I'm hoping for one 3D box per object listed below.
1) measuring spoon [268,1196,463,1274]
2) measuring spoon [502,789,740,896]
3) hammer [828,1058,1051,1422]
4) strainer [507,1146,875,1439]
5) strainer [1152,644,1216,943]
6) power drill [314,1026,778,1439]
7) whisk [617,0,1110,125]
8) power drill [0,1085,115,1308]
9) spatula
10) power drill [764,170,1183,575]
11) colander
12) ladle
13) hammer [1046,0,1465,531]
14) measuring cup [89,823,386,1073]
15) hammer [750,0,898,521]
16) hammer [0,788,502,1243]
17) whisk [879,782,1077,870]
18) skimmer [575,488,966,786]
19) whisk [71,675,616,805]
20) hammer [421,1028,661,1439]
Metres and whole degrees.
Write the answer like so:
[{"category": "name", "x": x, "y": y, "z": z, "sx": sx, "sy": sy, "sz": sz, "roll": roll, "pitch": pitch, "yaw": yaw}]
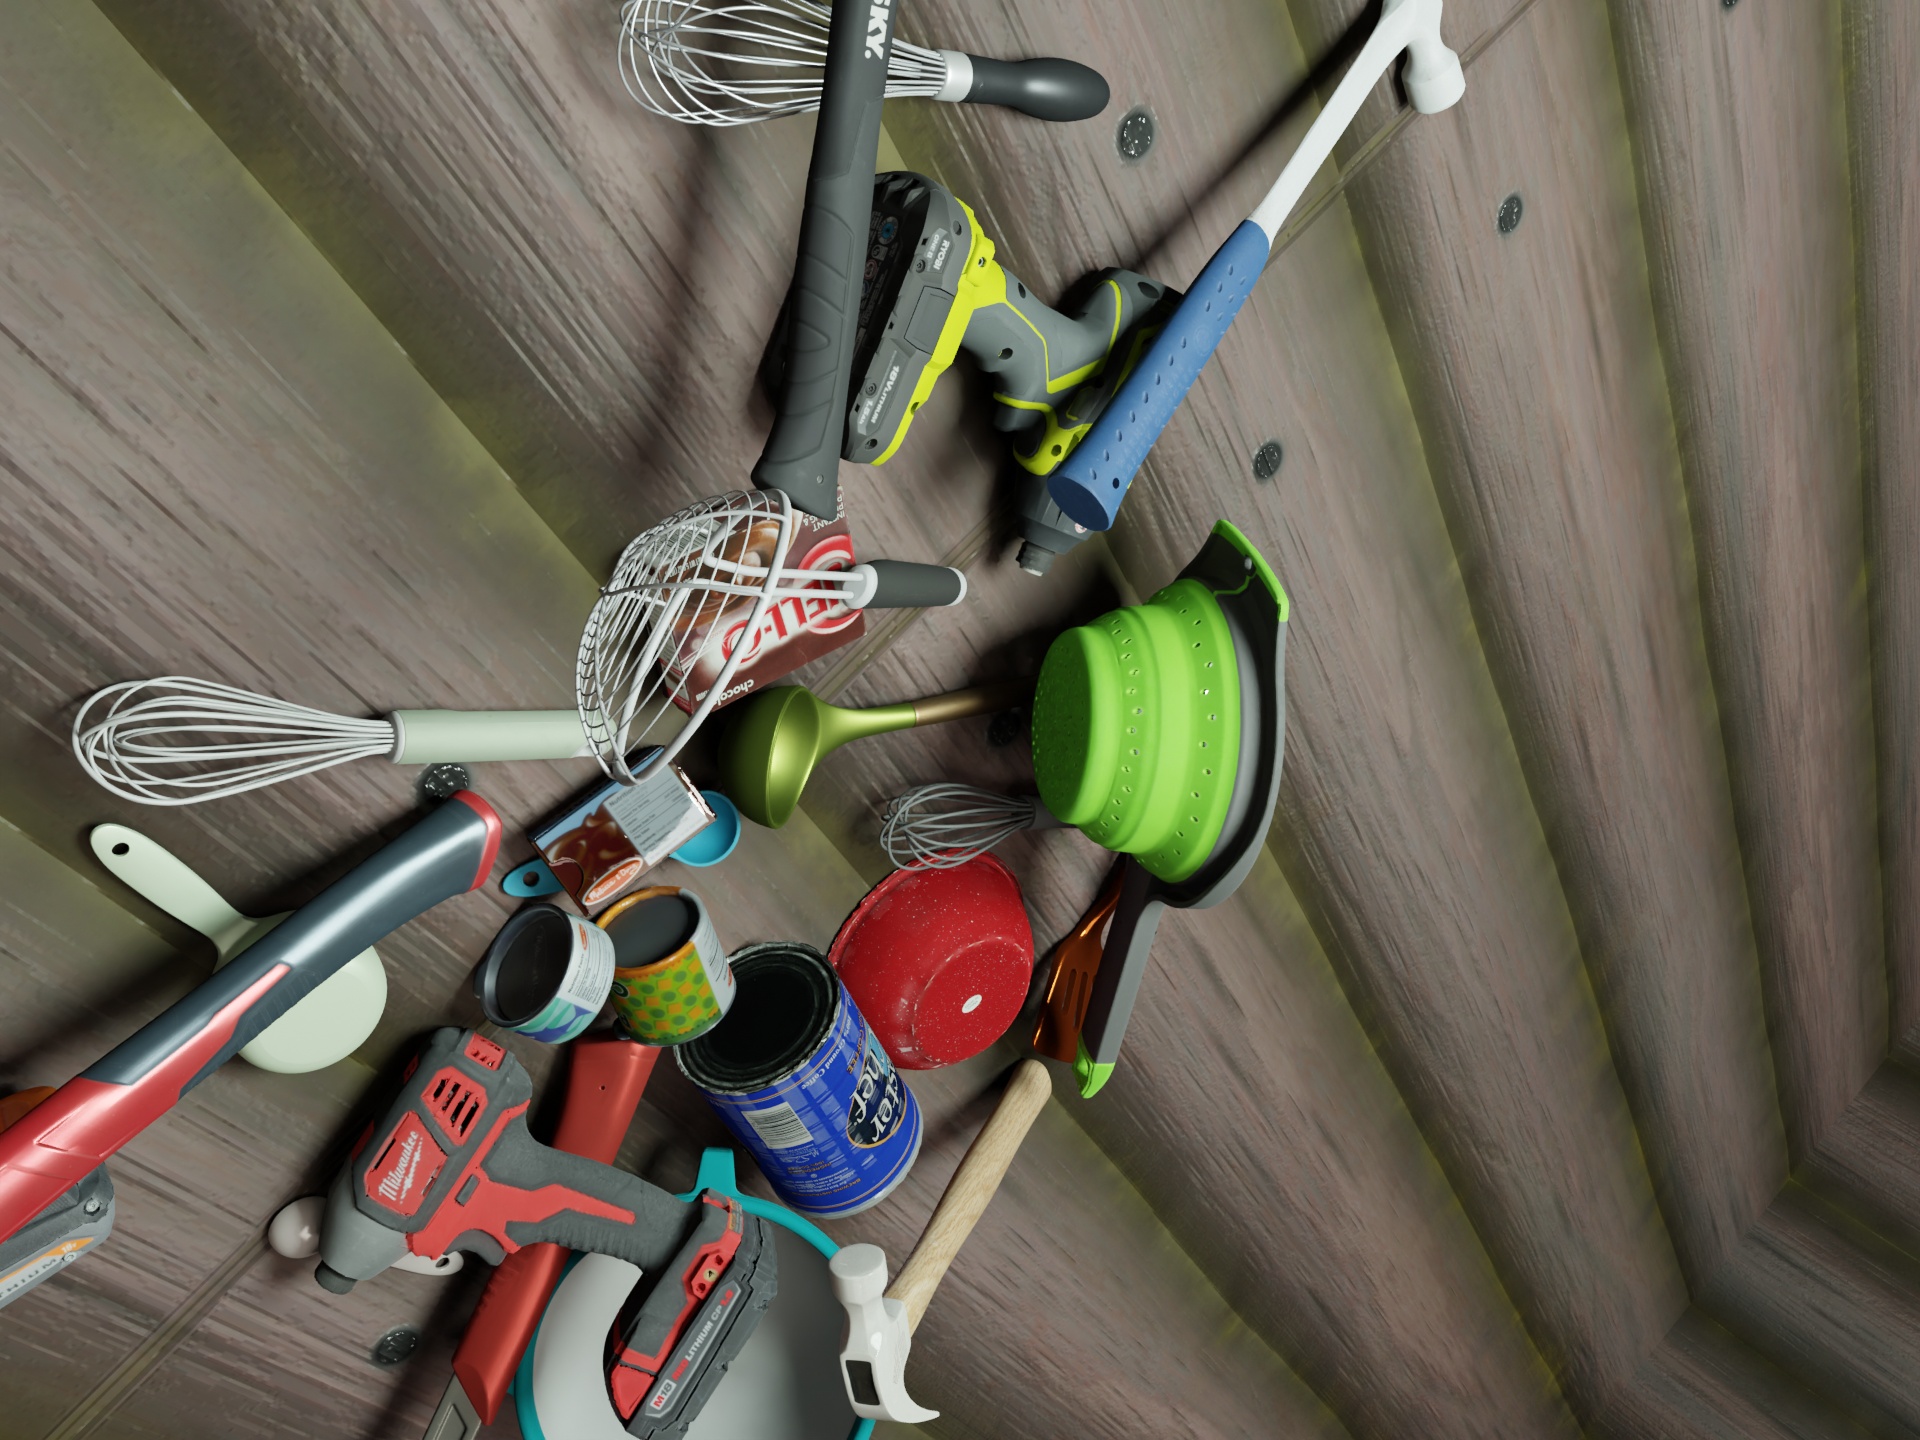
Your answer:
[{"category": "measuring spoon", "x": -0.312, "y": 0.283, "z": 0.851, "sx": 0.034, "sy": 0.018, "sz": 0.124, "roll": -54, "pitch": 136, "yaw": -3}, {"category": "measuring spoon", "x": -0.180, "y": 0.067, "z": 0.844, "sx": 0.128, "sy": 0.021, "sz": 0.042, "roll": -16, "pitch": 106, "yaw": -22}, {"category": "hammer", "x": 0.000, "y": 0.305, "z": 0.987, "sx": 0.331, "sy": 0.031, "sz": 0.130, "roll": -40, "pitch": 126, "yaw": -65}, {"category": "strainer", "x": -0.112, "y": 0.423, "z": 0.963, "sx": 0.211, "sy": 0.095, "sz": 0.340, "roll": -42, "pitch": 97, "yaw": -4}, {"category": "strainer", "x": 0.145, "y": 0.041, "z": 1.056, "sx": 0.086, "sy": 0.050, "sz": 0.258, "roll": 6, "pitch": 101, "yaw": -53}, {"category": "power drill", "x": -0.216, "y": 0.272, "z": 0.824, "sx": 0.219, "sy": 0.078, "sz": 0.143, "roll": 34, "pitch": 86, "yaw": -9}, {"category": "whisk", "x": -0.032, "y": -0.300, "z": 0.733, "sx": 0.284, "sy": 0.070, "sz": 0.070, "roll": -12, "pitch": 121, "yaw": -41}, {"category": "power drill", "x": -0.434, "y": 0.136, "z": 0.626, "sx": 0.164, "sy": 0.084, "sz": 0.226, "roll": -34, "pitch": 128, "yaw": -23}, {"category": "spatula", "x": 0.136, "y": 0.086, "z": 1.096, "sx": 0.081, "sy": 0.041, "sz": 0.322, "roll": 23, "pitch": 97, "yaw": -44}, {"category": "power drill", "x": 0.016, "y": -0.174, "z": 0.828, "sx": 0.223, "sy": 0.080, "sz": 0.171, "roll": 12, "pitch": 105, "yaw": -46}, {"category": "colander", "x": 0.084, "y": 0.073, "z": 0.949, "sx": 0.094, "sy": 0.205, "sz": 0.396, "roll": 3, "pitch": 121, "yaw": -15}, {"category": "ladle", "x": -0.001, "y": -0.003, "z": 0.923, "sx": 0.320, "sy": 0.062, "sz": 0.078, "roll": -12, "pitch": 119, "yaw": -38}, {"category": "hammer", "x": 0.161, "y": -0.272, "z": 0.858, "sx": 0.405, "sy": 0.035, "sz": 0.143, "roll": -57, "pitch": 136, "yaw": -19}, {"category": "measuring cup", "x": -0.327, "y": 0.103, "z": 0.721, "sx": 0.083, "sy": 0.038, "sz": 0.167, "roll": -43, "pitch": 136, "yaw": -12}, {"category": "hammer", "x": -0.044, "y": -0.250, "z": 0.674, "sx": 0.146, "sy": 0.035, "sz": 0.334, "roll": -9, "pitch": 115, "yaw": -46}, {"category": "hammer", "x": -0.344, "y": 0.138, "z": 0.640, "sx": 0.386, "sy": 0.038, "sz": 0.143, "roll": -45, "pitch": 128, "yaw": -38}, {"category": "whisk", "x": 0.041, "y": 0.061, "z": 1.001, "sx": 0.238, "sy": 0.055, "sz": 0.055, "roll": -2, "pitch": 115, "yaw": -44}, {"category": "skimmer", "x": -0.053, "y": -0.043, "z": 0.728, "sx": 0.127, "sy": 0.090, "sz": 0.363, "roll": -54, "pitch": 165, "yaw": 17}, {"category": "whisk", "x": -0.265, "y": 0.007, "z": 0.720, "sx": 0.246, "sy": 0.059, "sz": 0.058, "roll": -1, "pitch": 151, "yaw": -43}, {"category": "hammer", "x": -0.245, "y": 0.340, "z": 0.878, "sx": 0.149, "sy": 0.037, "sz": 0.359, "roll": 25, "pitch": 89, "yaw": -8}]
